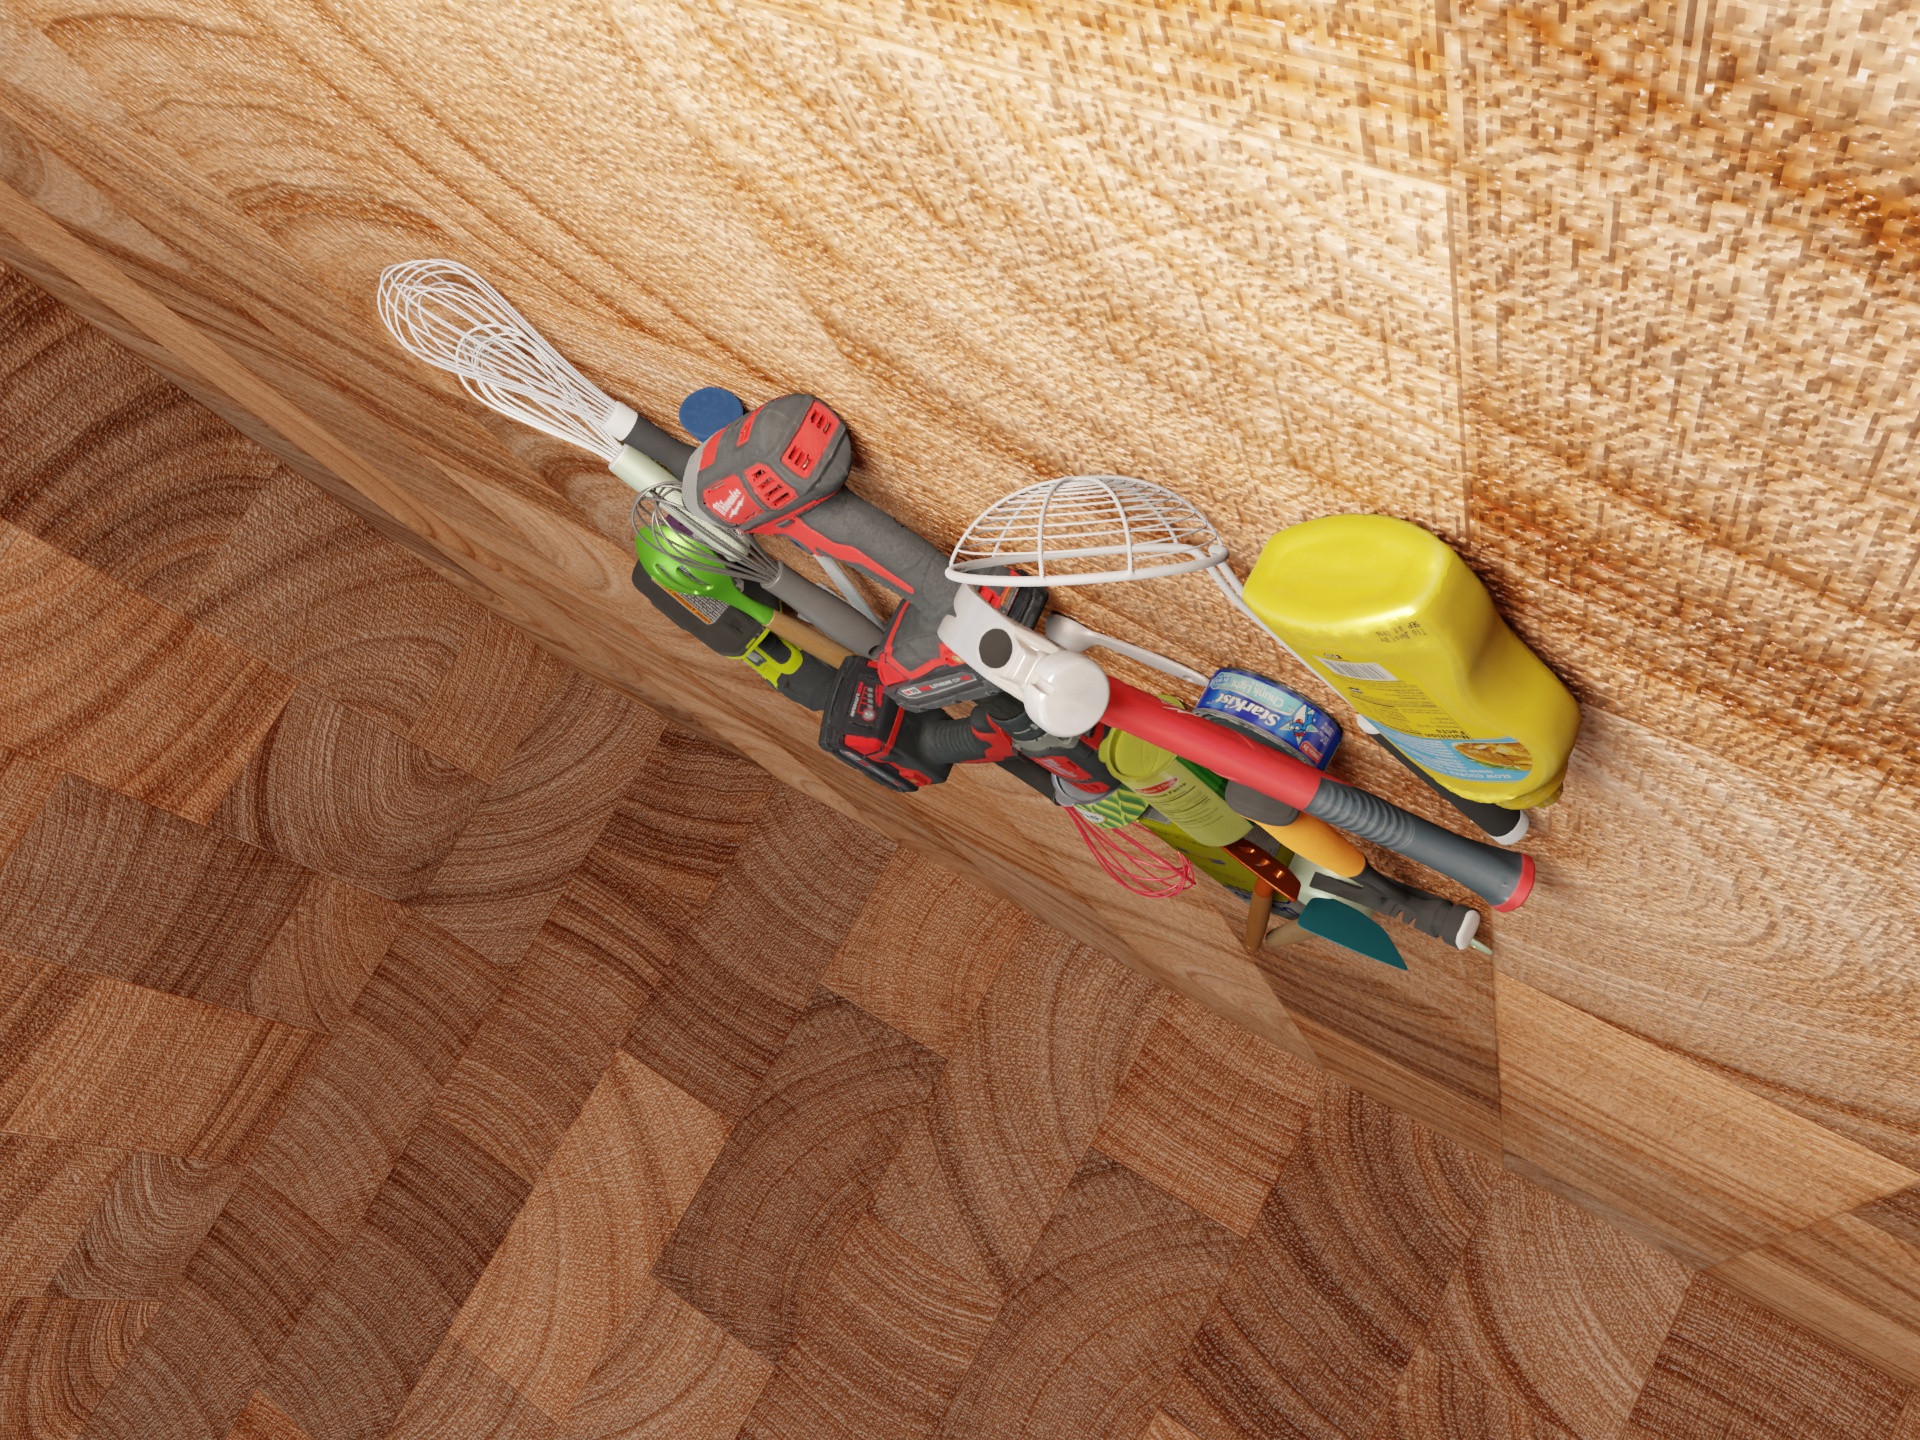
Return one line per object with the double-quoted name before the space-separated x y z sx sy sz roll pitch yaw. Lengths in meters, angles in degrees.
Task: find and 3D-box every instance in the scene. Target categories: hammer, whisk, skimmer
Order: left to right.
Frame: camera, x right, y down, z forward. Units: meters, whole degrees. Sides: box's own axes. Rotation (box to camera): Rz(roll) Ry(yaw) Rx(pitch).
"whisk" -0.258 -0.220 1.071 0.284 0.070 0.070 30 172 -30
"whisk" -0.249 -0.192 1.130 0.246 0.059 0.058 38 -160 -19
"whisk" -0.133 -0.099 1.115 0.238 0.055 0.055 33 171 -39
"hammer" -0.109 -0.126 1.148 0.144 0.035 0.405 27 170 21
"whisk" 0.106 0.077 1.450 0.296 0.073 0.073 35 176 42
"hammer" 0.164 0.025 0.852 0.386 0.038 0.143 23 -170 -30
"skimmer" 0.154 -0.008 0.783 0.363 0.090 0.127 35 171 -27
"hammer" 0.244 0.086 1.054 0.127 0.034 0.336 23 176 35

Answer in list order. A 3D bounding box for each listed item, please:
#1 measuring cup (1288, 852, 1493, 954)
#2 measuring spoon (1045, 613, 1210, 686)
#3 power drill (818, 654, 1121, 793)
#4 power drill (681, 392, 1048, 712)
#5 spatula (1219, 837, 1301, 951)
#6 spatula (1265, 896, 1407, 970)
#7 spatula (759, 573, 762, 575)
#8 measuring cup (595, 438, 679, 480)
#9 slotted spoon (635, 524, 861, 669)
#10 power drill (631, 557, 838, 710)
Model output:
"measuring cup" 0.331 0.153 1.244 0.168 0.038 0.083 29 171 23
"measuring spoon" 0.103 -0.039 1.005 0.124 0.018 0.034 23 168 33
"power drill" -0.002 -0.004 1.211 0.227 0.080 0.187 1 157 39
"power drill" -0.066 -0.100 0.961 0.219 0.079 0.143 38 152 -26
"spatula" 0.233 0.146 1.259 0.081 0.041 0.322 38 168 20
"spatula" 0.276 0.171 1.257 0.082 0.044 0.317 22 169 3
"spatula" -0.054 -0.064 1.360 0.316 0.018 0.059 26 169 28
"measuring cup" -0.256 -0.200 1.225 0.062 0.029 0.157 36 168 -31
"slotted spoon" -0.134 -0.073 1.272 0.070 0.031 0.313 -10 152 40
"power drill" -0.190 -0.084 1.447 0.171 0.080 0.223 38 177 23
